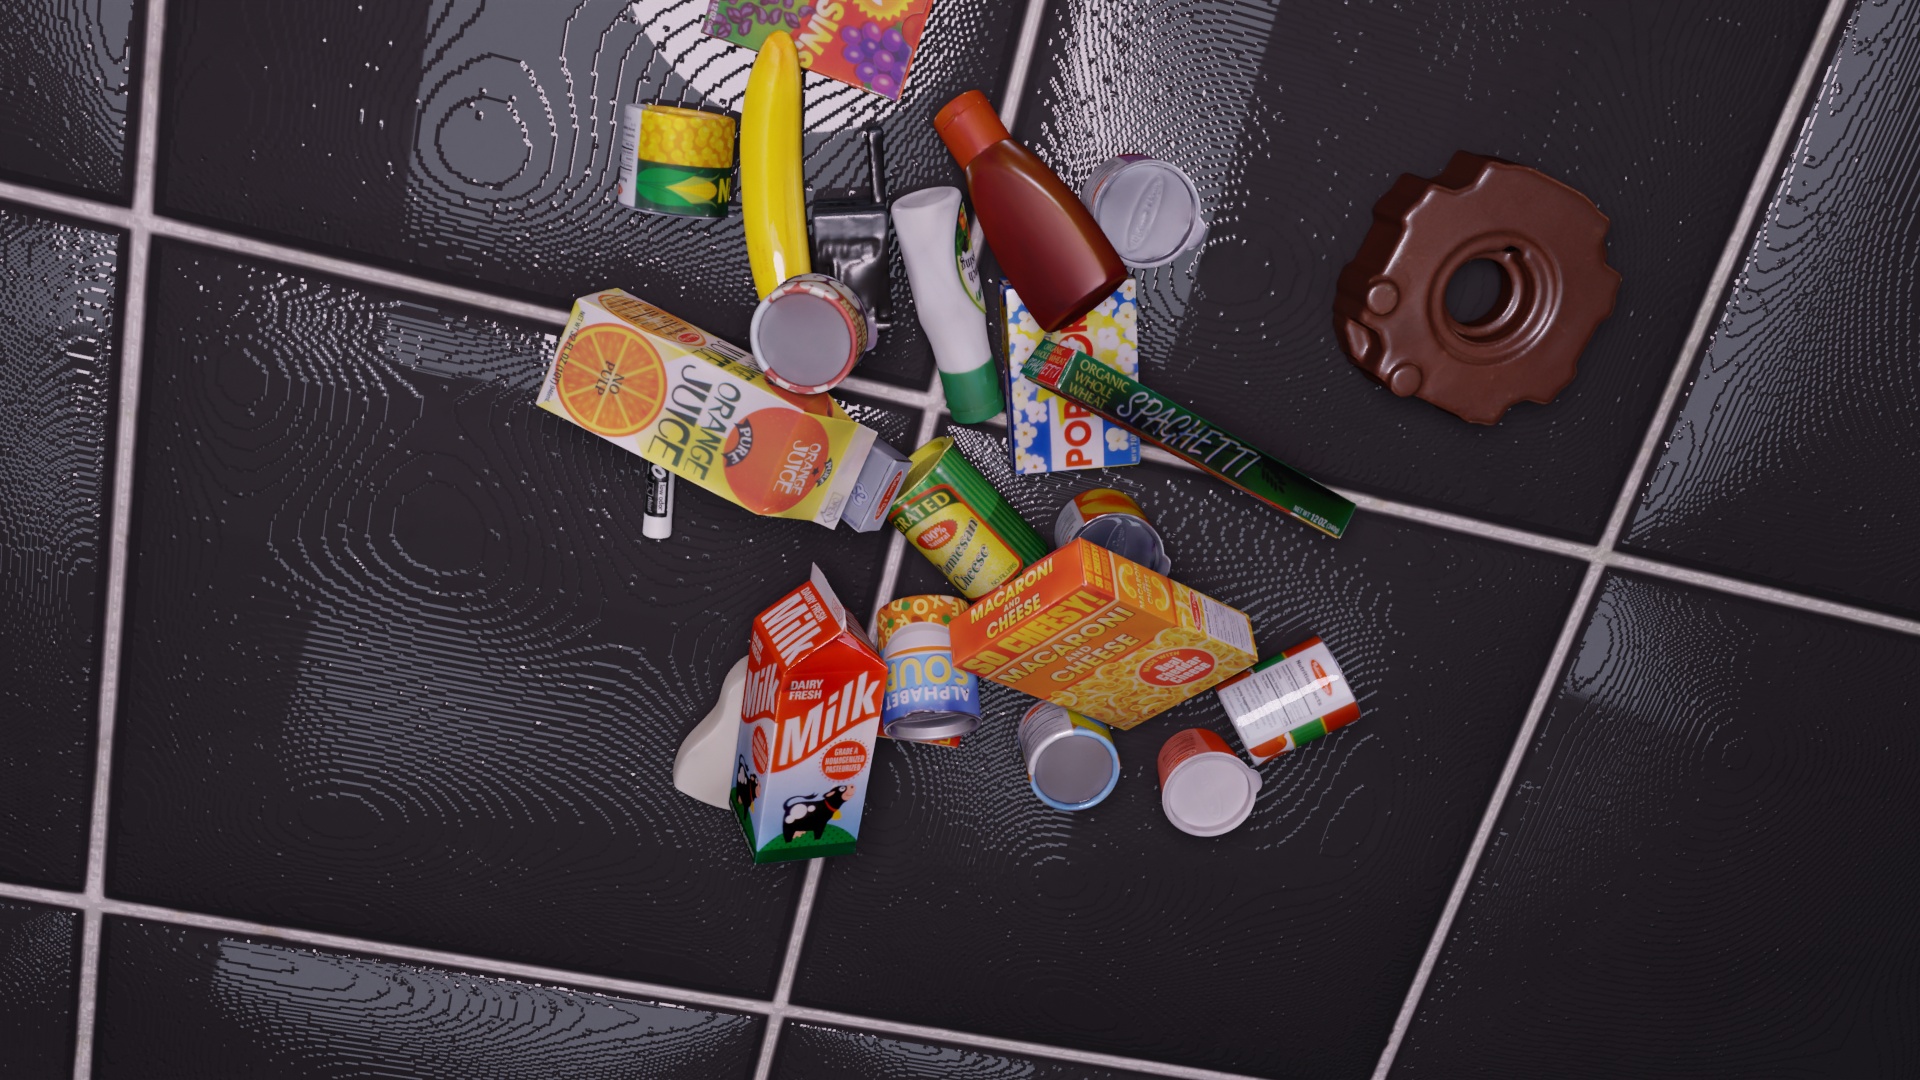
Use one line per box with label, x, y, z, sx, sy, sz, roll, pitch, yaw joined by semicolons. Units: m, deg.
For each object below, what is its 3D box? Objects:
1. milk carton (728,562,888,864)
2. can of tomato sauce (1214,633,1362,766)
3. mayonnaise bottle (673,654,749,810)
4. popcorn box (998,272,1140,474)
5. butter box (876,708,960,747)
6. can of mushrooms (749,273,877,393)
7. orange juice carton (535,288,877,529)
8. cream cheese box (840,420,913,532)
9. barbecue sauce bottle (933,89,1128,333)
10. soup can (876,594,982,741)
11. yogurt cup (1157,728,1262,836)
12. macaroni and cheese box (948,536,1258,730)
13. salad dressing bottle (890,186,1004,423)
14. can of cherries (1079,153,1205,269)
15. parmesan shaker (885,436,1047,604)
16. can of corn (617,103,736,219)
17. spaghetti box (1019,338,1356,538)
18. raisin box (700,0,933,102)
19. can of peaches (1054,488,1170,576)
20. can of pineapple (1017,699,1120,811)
milk carton;-0.100;0.114;0.917;0.073;0.072;0.189;0;115;-25
can of tomato sauce;0.233;0.115;0.991;0.083;0.071;0.071;-27;110;5
mayonnaise bottle;-0.143;0.117;0.971;0.065;0.041;0.147;25;104;-21
popcorn box;0.072;-0.110;0.910;0.085;0.038;0.126;-5;110;-3
butter box;-0.047;0.113;0.987;0.103;0.024;0.053;9;109;-8
can of mushrooms;-0.087;-0.122;0.819;0.071;0.033;0.070;3;112;8
orange juice carton;-0.150;-0.078;0.851;0.193;0.073;0.071;26;107;-1
cream cheese box;-0.084;-0.054;0.893;0.104;0.024;0.053;36;108;25
barbecue sauce bottle;0.037;-0.203;0.844;0.064;0.044;0.148;-37;84;38
soup can;-0.022;0.085;0.934;0.071;0.071;0.084;-4;67;-3
yogurt cup;0.176;0.173;1.011;0.072;0.054;0.072;-2;110;-4
macaroni and cheese box;0.094;0.066;0.919;0.166;0.040;0.123;24;136;-35
salad dressing bottle;-0.005;-0.147;0.881;0.044;0.064;0.147;-9;119;11
can of cherries;0.113;-0.205;0.869;0.071;0.058;0.071;-2;109;-5
parmesan shaker;0.003;-0.012;0.923;0.071;0.071;0.103;-42;108;10
can of corn;-0.167;-0.227;0.833;0.071;0.071;0.058;6;109;-7
spaghetti box;0.151;-0.063;0.895;0.250;0.050;0.028;24;95;-27
raisin box;-0.081;-0.321;0.821;0.123;0.040;0.086;17;107;-11
can of peaches;0.102;0.004;0.943;0.071;0.058;0.071;-2;109;-5
can of pineapple;0.078;0.152;0.993;0.071;0.058;0.070;-2;110;-5
